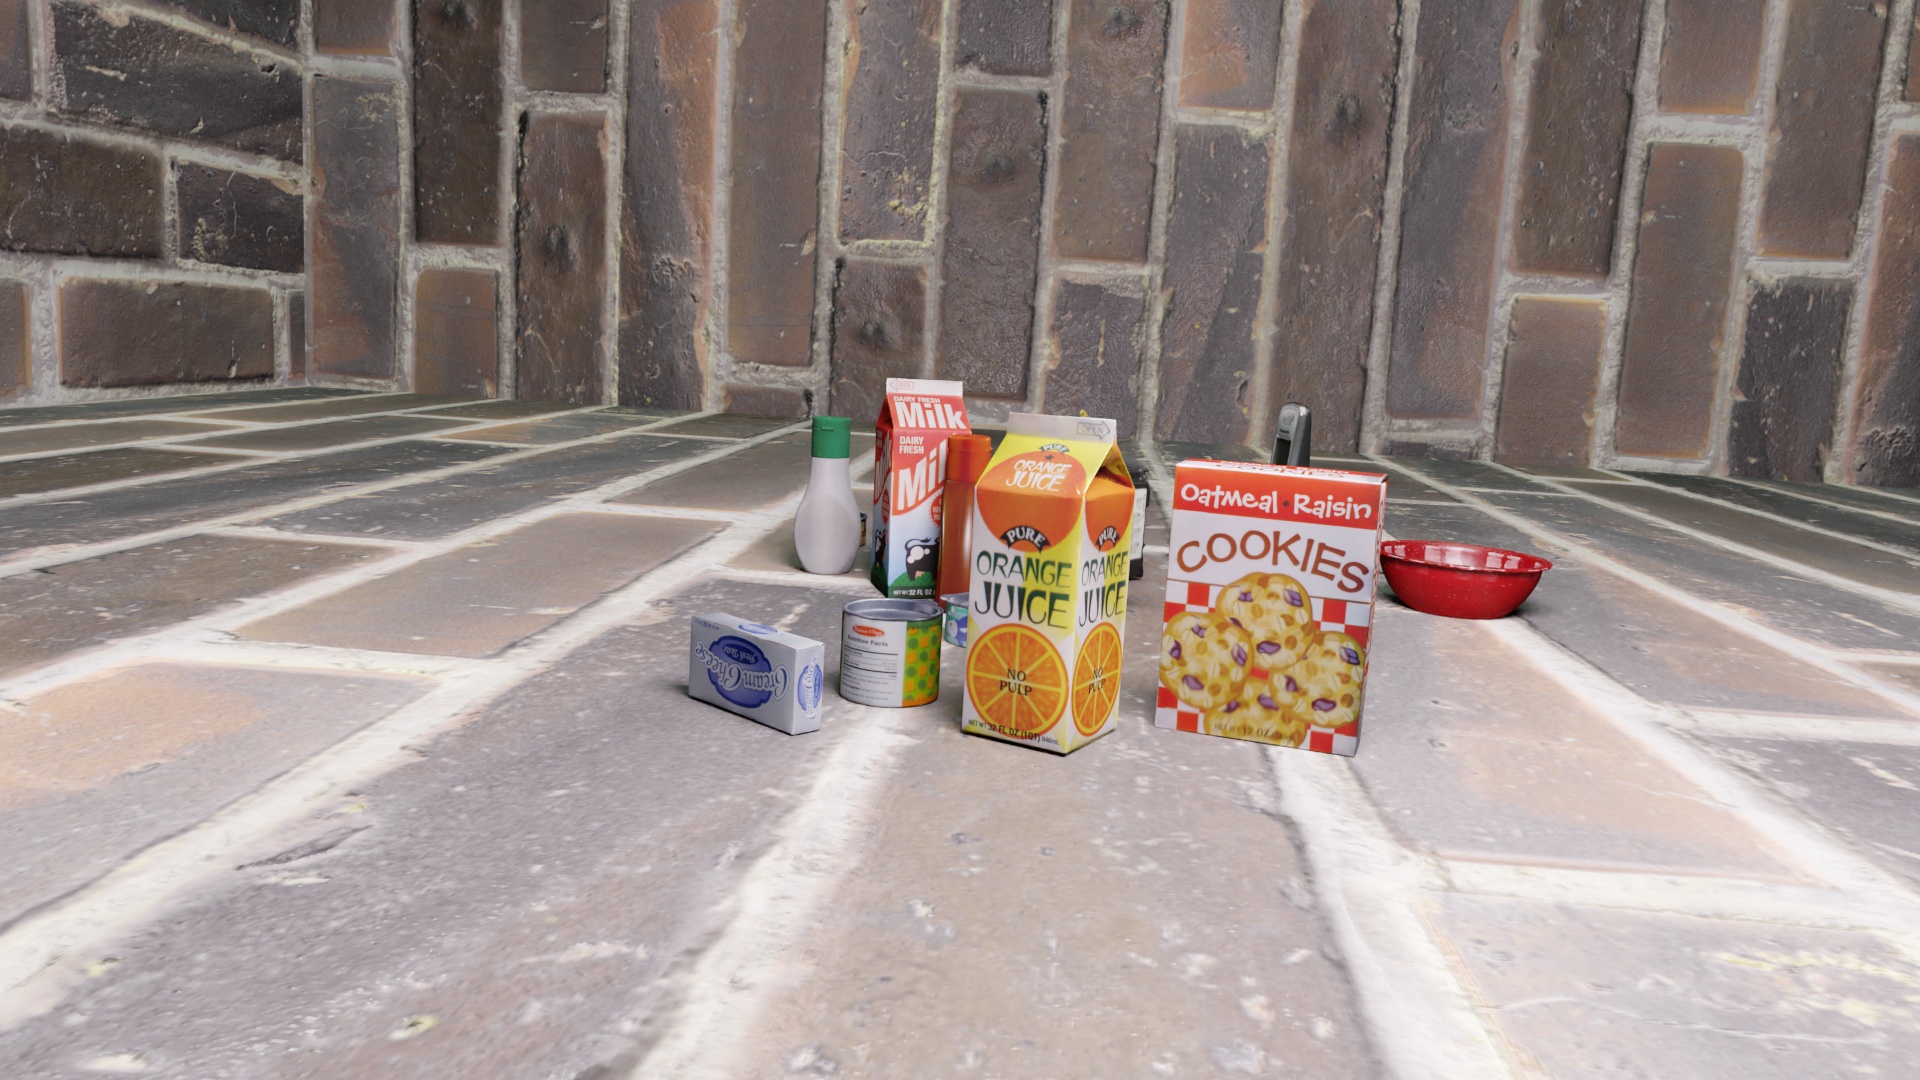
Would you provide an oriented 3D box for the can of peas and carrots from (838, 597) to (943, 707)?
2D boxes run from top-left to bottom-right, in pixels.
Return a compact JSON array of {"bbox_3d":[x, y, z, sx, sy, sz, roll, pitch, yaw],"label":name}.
[{"bbox_3d":[-0.044,0.071,0.901,0.071,0.058,0.071,3,9,0],"label":"can of peas and carrots"}]

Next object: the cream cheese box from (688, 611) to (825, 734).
[{"bbox_3d":[-0.124,0.079,0.841,0.104,0.053,0.024,11,12,42],"label":"cream cheese box"}]

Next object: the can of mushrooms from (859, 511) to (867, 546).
[{"bbox_3d":[-0.131,-0.013,1.484,0.071,0.033,0.071,3,9,0],"label":"can of mushrooms"}]

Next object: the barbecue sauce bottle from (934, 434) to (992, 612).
[{"bbox_3d":[0.004,-0.015,1.177,0.044,0.148,0.065,5,9,9],"label":"barbecue sauce bottle"}]

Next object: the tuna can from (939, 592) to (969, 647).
[{"bbox_3d":[0.018,0.061,1.070,0.071,0.032,0.071,3,9,0],"label":"tuna can"}]

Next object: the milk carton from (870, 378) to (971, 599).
[{"bbox_3d":[-0.036,-0.048,1.237,0.072,0.190,0.073,1,9,-17],"label":"milk carton"}]

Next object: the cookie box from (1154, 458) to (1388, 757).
[{"bbox_3d":[0.189,0.038,0.850,0.123,0.167,0.040,6,9,20],"label":"cookie box"}]

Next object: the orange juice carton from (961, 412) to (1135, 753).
[{"bbox_3d":[0.053,0.021,0.825,0.072,0.192,0.073,8,10,30],"label":"orange juice carton"}]

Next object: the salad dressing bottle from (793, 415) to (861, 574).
[{"bbox_3d":[-0.124,-0.043,1.313,0.064,0.147,0.044,4,8,6],"label":"salad dressing bottle"}]

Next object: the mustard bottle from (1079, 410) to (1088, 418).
[{"bbox_3d":[0.127,-0.055,1.438,0.049,0.160,0.065,-5,12,-44],"label":"mustard bottle"}]
